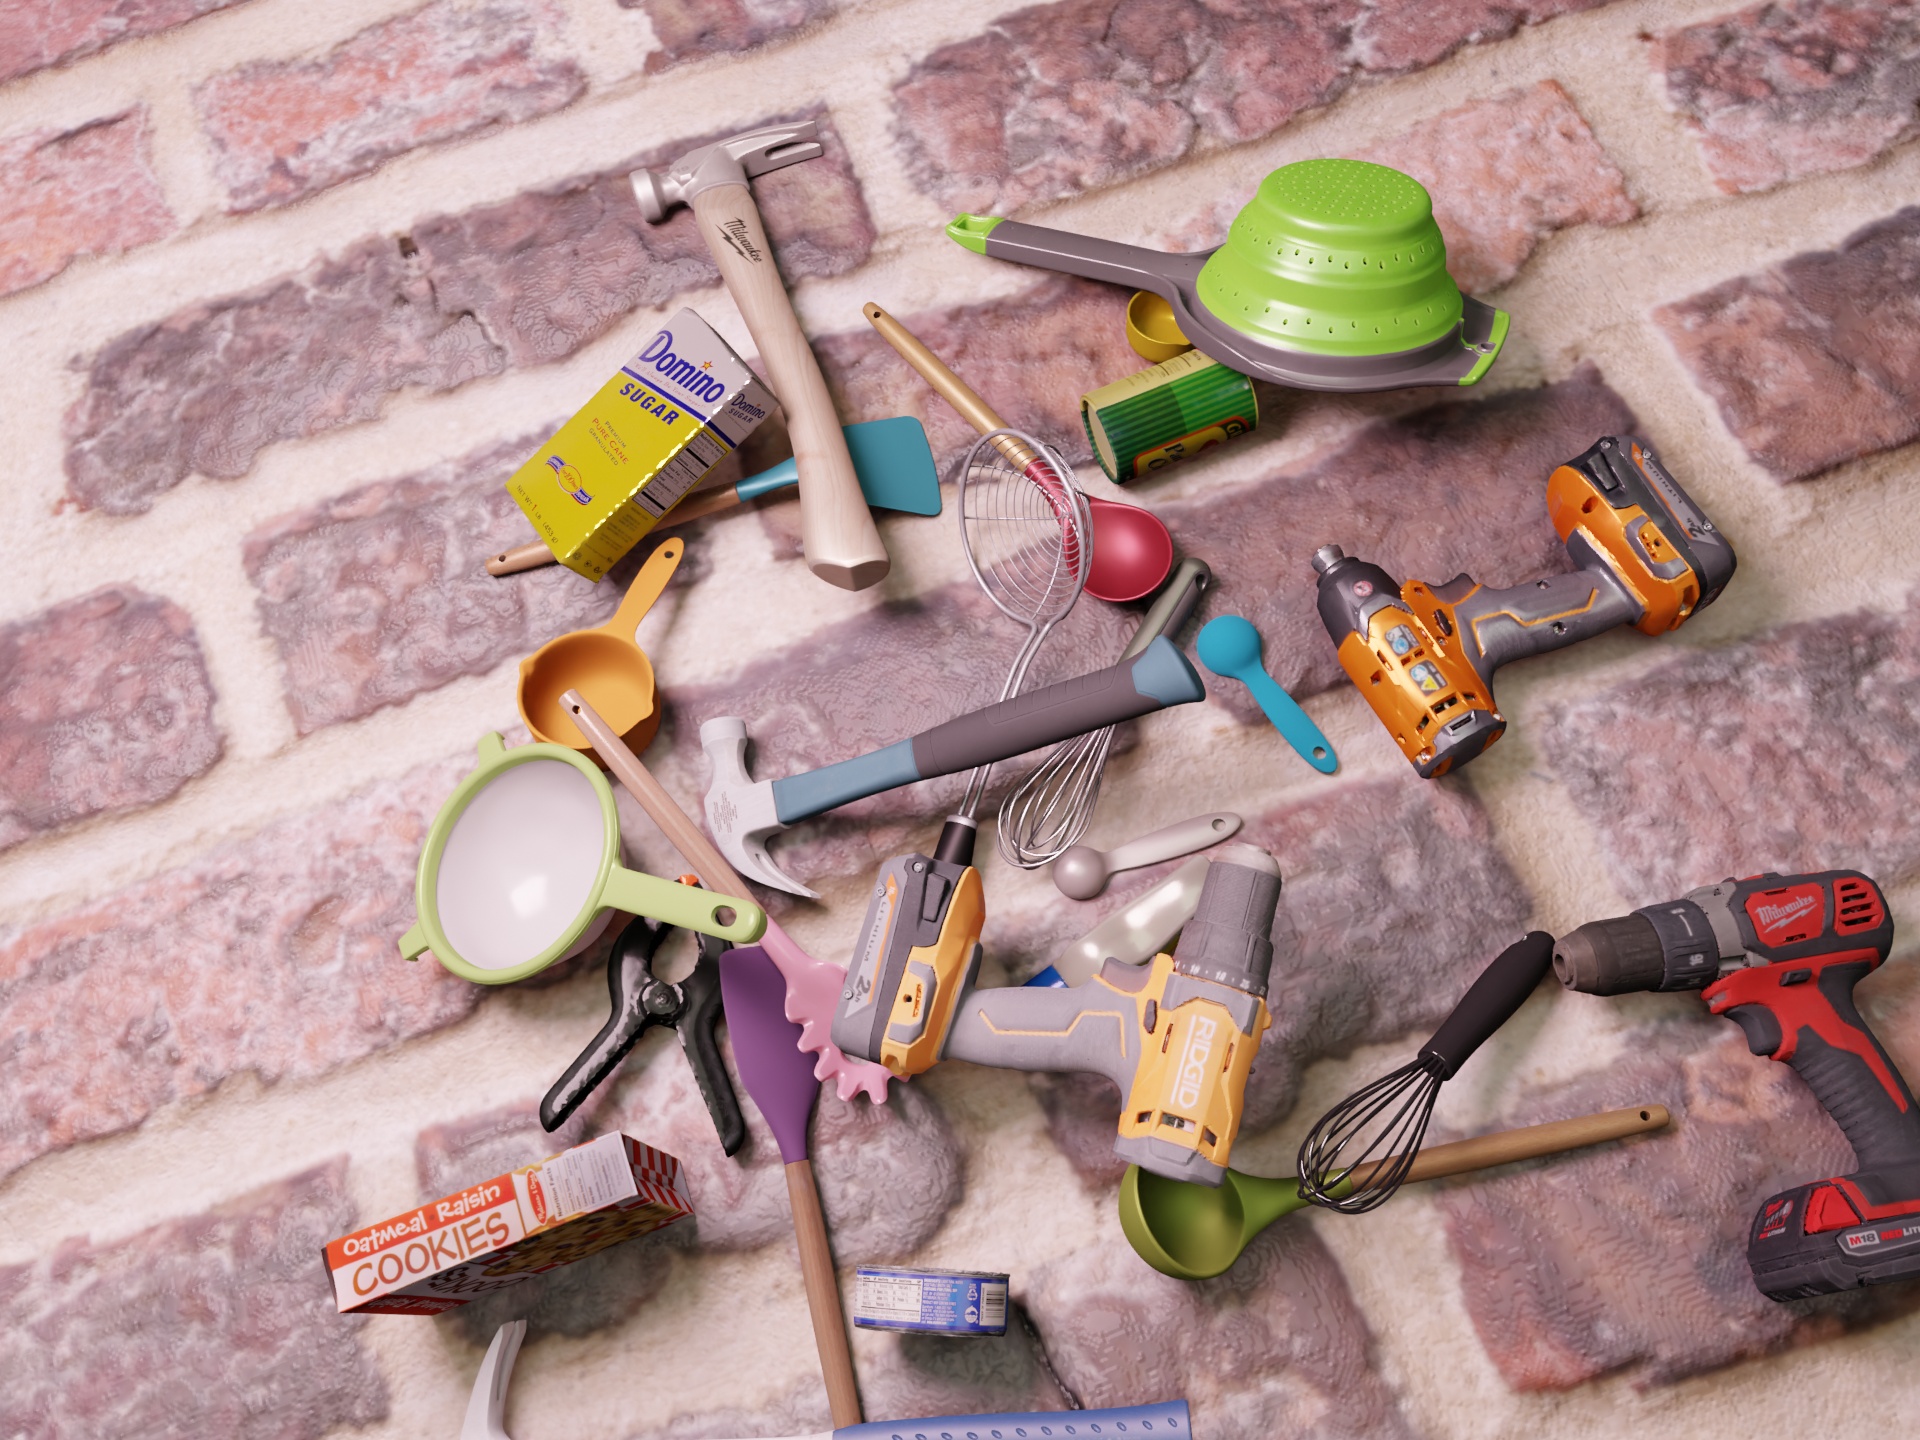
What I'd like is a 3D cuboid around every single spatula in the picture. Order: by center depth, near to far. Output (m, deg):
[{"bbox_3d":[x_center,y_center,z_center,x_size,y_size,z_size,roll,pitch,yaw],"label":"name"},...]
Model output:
[{"bbox_3d":[-0.088,0.283,0.927,0.059,0.018,0.316,-2,67,-29],"label":"spatula"},{"bbox_3d":[-0.174,-0.144,1.102,0.317,0.044,0.082,-15,68,4],"label":"spatula"}]

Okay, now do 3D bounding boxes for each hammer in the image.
[{"bbox_3d":[-0.079,0.392,0.861,0.405,0.035,0.144,-6,74,7],"label":"hammer"},{"bbox_3d":[-0.013,0.017,0.953,0.331,0.033,0.128,-19,71,23],"label":"hammer"},{"bbox_3d":[-0.115,-0.263,1.105,0.146,0.038,0.411,-20,61,-4],"label":"hammer"}]

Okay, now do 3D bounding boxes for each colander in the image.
[{"bbox_3d":[0.172,-0.328,1.068,0.397,0.094,0.205,18,44,19],"label":"colander"}]

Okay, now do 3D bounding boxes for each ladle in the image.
[{"bbox_3d":[0.246,0.250,0.894,0.320,0.062,0.078,-11,60,-2],"label":"ladle"},{"bbox_3d":[0.031,-0.191,1.098,0.069,0.031,0.316,-42,69,-2],"label":"ladle"}]

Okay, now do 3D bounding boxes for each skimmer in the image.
[{"bbox_3d":[-0.002,-0.003,0.994,0.090,0.127,0.363,28,74,-31],"label":"skimmer"}]

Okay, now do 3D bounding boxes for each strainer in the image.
[{"bbox_3d":[-0.212,0.102,0.961,0.256,0.069,0.151,10,75,28],"label":"strainer"}]

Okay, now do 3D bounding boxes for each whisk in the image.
[{"bbox_3d":[0.268,0.191,0.893,0.055,0.055,0.239,43,60,18],"label":"whisk"},{"bbox_3d":[0.097,-0.008,1.012,0.059,0.057,0.246,15,64,41],"label":"whisk"}]

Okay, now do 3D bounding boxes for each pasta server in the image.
[{"bbox_3d":[-0.141,0.101,0.964,0.060,0.040,0.316,-41,84,-5],"label":"pasta server"}]

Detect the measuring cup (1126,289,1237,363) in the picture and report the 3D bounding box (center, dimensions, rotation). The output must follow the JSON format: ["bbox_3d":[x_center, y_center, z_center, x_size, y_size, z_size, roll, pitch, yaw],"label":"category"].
[{"bbox_3d":[0.189,-0.289,1.126,0.156,0.029,0.062,-17,60,-14],"label":"measuring cup"}]

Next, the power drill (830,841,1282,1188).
[{"bbox_3d":[0.061,0.137,0.885,0.226,0.084,0.185,15,79,13],"label":"power drill"}]

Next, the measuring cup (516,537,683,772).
[{"bbox_3d":[-0.223,-0.043,1.054,0.095,0.052,0.174,19,61,10],"label":"measuring cup"}]

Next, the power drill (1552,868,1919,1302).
[{"bbox_3d":[0.448,0.197,0.880,0.188,0.080,0.227,-9,65,-4],"label":"power drill"}]

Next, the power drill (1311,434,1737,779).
[{"bbox_3d":[0.342,-0.084,1.001,0.226,0.084,0.164,-30,69,-2],"label":"power drill"}]

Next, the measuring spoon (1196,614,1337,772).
[{"bbox_3d":[0.199,-0.019,1.018,0.042,0.021,0.129,-34,69,-8],"label":"measuring spoon"}]

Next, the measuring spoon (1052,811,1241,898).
[{"bbox_3d":[0.117,0.079,0.990,0.124,0.018,0.034,-18,68,-3],"label":"measuring spoon"}]
